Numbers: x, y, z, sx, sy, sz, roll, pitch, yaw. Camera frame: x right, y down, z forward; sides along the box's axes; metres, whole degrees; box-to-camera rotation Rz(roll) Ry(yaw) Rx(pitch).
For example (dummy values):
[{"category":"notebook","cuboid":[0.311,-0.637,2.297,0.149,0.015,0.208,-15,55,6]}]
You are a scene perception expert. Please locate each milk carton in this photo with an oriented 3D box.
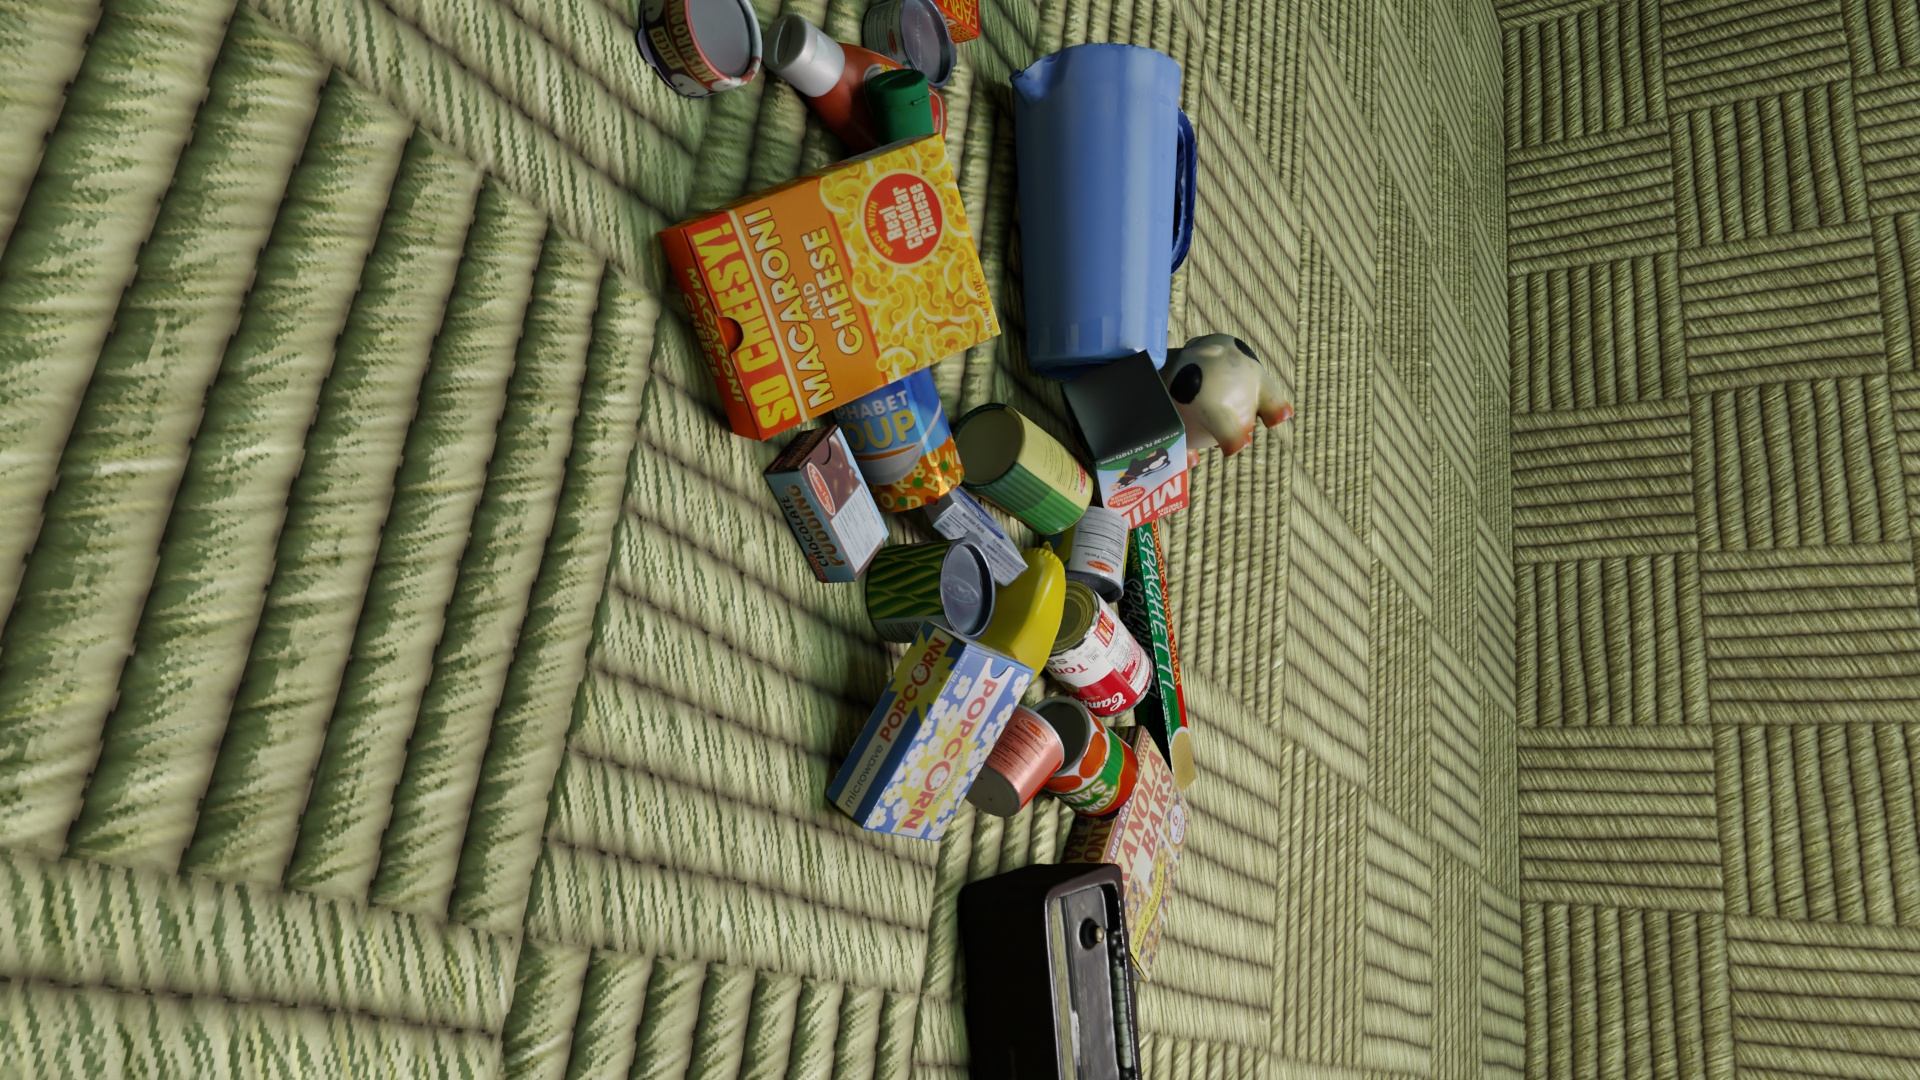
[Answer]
[{"category":"milk carton","cuboid":[0.132,-0.064,1.091,0.190,0.072,0.073,64,4,-66]}]

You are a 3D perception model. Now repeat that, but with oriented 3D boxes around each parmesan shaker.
[{"category":"parmesan shaker","cuboid":[0.042,-0.053,1.003,0.103,0.071,0.071,30,60,-53]}]

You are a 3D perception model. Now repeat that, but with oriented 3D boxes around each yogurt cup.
[{"category":"yogurt cup","cuboid":[0.030,0.152,0.951,0.054,0.072,0.072,-50,127,-39]}]

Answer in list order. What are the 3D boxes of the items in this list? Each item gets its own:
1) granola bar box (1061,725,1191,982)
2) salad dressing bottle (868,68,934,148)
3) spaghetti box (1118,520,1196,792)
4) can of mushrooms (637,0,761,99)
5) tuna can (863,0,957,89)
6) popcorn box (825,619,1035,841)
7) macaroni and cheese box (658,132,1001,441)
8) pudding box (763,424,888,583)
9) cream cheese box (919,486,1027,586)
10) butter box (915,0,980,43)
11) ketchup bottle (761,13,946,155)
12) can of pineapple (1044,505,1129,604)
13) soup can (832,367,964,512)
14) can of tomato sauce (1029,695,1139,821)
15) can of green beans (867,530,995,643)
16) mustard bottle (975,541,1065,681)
[{"category":"granola bar box","cuboid":[0.135,0.253,1.129,0.123,0.039,0.166,59,39,-35]},{"category":"salad dressing bottle","cuboid":[-0.030,-0.224,0.889,0.064,0.044,0.146,-34,136,-29]},{"category":"spaghetti box","cuboid":[0.168,0.099,1.217,0.050,0.028,0.249,-21,103,-59]},{"category":"can of mushrooms","cuboid":[-0.143,-0.279,0.765,0.071,0.033,0.071,13,74,-58]},{"category":"tuna can","cuboid":[-0.034,-0.339,0.954,0.071,0.033,0.071,14,74,-57]},{"category":"popcorn box","cuboid":[-0.017,0.119,0.850,0.085,0.038,0.126,28,92,-53]},{"category":"macaroni and cheese box","cuboid":[-0.069,-0.145,0.784,0.167,0.040,0.123,-28,112,-25]},{"category":"pudding box","cuboid":[-0.079,-0.022,0.832,0.050,0.030,0.083,-56,131,-45]},{"category":"cream cheese box","cuboid":[0.003,-0.012,0.945,0.103,0.024,0.053,40,14,-49]},{"category":"butter box","cuboid":[-0.022,-0.398,0.991,0.103,0.024,0.053,4,81,-58]},{"category":"ketchup bottle","cuboid":[-0.066,-0.284,0.882,0.149,0.043,0.065,16,82,-56]},{"category":"can of pineapple","cuboid":[0.096,0.012,1.080,0.071,0.071,0.058,41,52,-49]},{"category":"soup can","cuboid":[-0.041,-0.067,0.865,0.072,0.071,0.083,-47,125,-51]},{"category":"can of tomato sauce","cuboid":[0.086,0.164,1.036,0.083,0.071,0.071,44,49,-46]},{"category":"can of green beans","cuboid":[-0.019,0.033,0.894,0.071,0.058,0.071,14,74,-57]},{"category":"mustard bottle","cuboid":[0.044,0.047,0.991,0.161,0.065,0.048,-56,136,-52]}]
